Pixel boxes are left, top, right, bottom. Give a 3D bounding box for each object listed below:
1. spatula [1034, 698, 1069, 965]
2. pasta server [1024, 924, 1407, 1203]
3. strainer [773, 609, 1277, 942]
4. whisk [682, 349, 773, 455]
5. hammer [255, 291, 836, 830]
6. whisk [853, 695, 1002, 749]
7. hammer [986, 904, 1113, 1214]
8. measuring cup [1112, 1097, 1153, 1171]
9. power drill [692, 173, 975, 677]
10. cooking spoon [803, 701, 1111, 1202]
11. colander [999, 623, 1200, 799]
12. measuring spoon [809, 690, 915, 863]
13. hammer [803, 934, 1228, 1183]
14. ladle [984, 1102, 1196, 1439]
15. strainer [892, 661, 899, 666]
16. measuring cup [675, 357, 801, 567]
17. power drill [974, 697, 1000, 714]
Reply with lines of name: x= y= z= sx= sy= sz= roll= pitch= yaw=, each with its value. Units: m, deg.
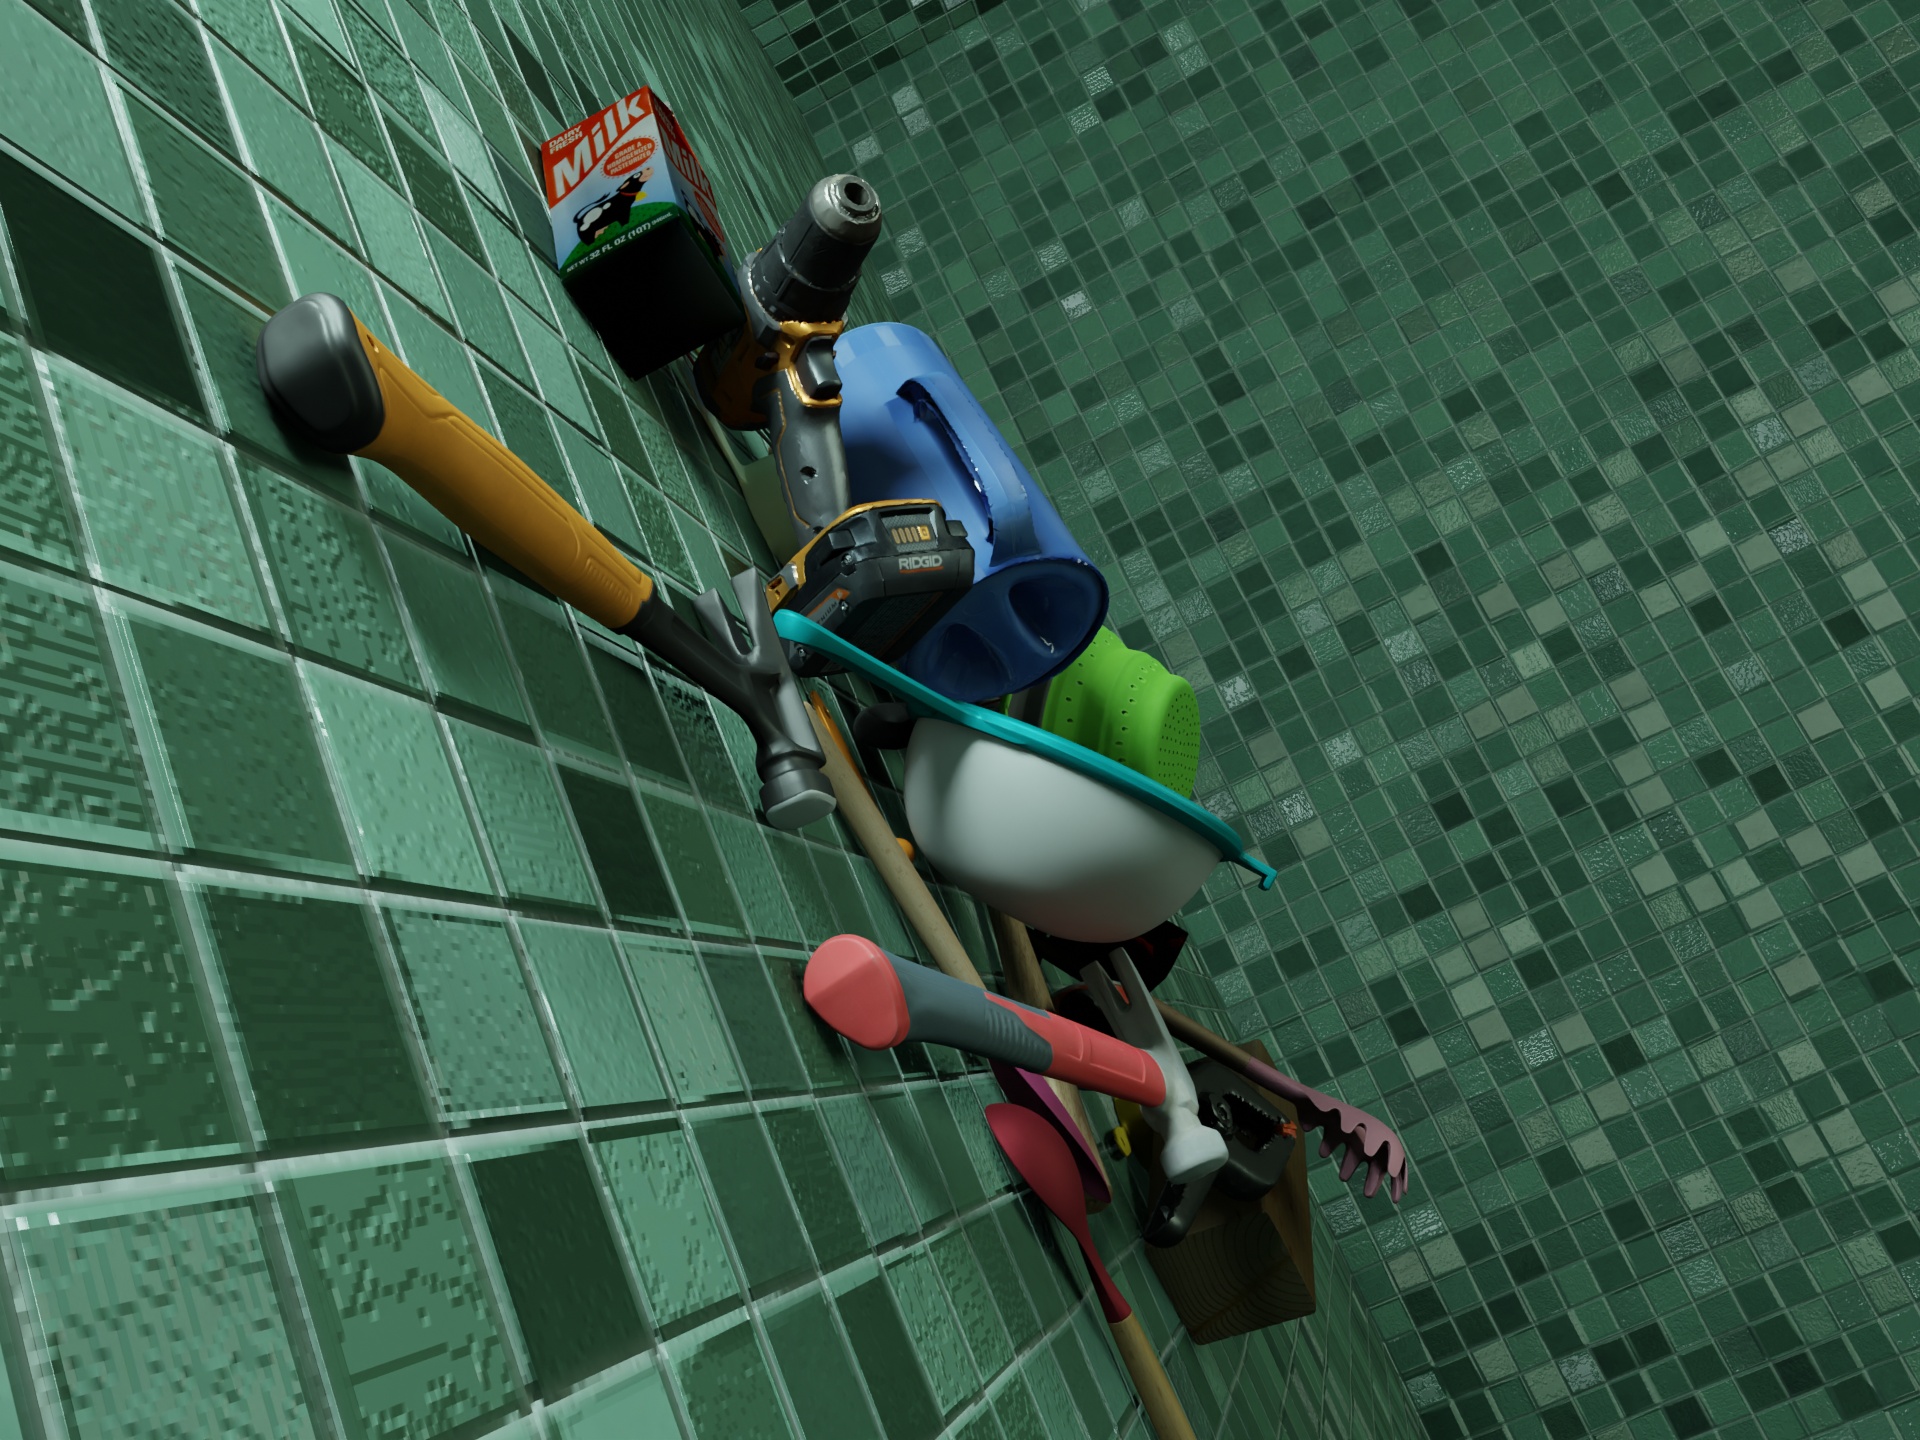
spatula: x=0.072 y=0.028 z=1.211 sx=0.059 sy=0.018 sz=0.316 roll=34 pitch=60 yaw=-78
pasta server: x=0.172 y=0.233 z=1.113 sx=0.316 sy=0.040 sz=0.060 roll=29 pitch=-30 yaw=12
strainer: x=0.007 y=0.047 z=0.876 sx=0.211 sy=0.095 sz=0.340 roll=17 pitch=-10 yaw=47
whisk: x=-0.131 y=-0.200 z=1.067 sx=0.244 sy=0.047 sz=0.051 roll=61 pitch=19 yaw=-53
hammer: x=-0.134 y=-0.058 z=0.584 sx=0.127 sy=0.034 sz=0.336 roll=68 pitch=9 yaw=23
whisk: x=-0.002 y=-0.003 z=1.079 sx=0.073 sy=0.073 sz=0.295 roll=65 pitch=21 yaw=7
hammer: x=0.042 y=0.169 z=1.025 sx=0.129 sy=0.031 sz=0.332 roll=56 pitch=11 yaw=-41
measuring cup: x=0.134 y=0.306 z=1.184 sx=0.062 sy=0.029 sz=0.156 roll=66 pitch=5 yaw=14
power drill: x=-0.067 y=-0.159 z=0.857 sx=0.185 sy=0.084 sz=0.226 roll=-40 pitch=-116 yaw=54
cooking spoon: x=-0.004 y=0.127 z=0.844 sx=0.318 sy=0.017 sz=0.069 roll=59 pitch=-21 yaw=-11
colander: x=0.138 y=0.066 z=1.206 sx=0.205 sy=0.094 sz=0.396 roll=-68 pitch=150 yaw=-29
measuring spoon: x=-0.054 y=0.033 z=0.899 sx=0.117 sy=0.011 sz=0.021 roll=62 pitch=8 yaw=-11
hammer: x=0.032 y=0.146 z=0.794 sx=0.386 sy=0.038 sz=0.143 roll=35 pitch=26 yaw=-57
ladle: x=0.093 y=0.337 z=0.838 sx=0.069 sy=0.031 sz=0.315 roll=-78 pitch=143 yaw=-83
strainer: x=-0.058 y=-0.067 z=1.063 sx=0.151 sy=0.069 sz=0.256 roll=51 pitch=25 yaw=0
measuring cup: x=-0.124 y=-0.166 z=0.983 sx=0.083 sy=0.038 sz=0.167 roll=-105 pitch=168 yaw=-56
power drill: x=0.060 y=0.047 z=1.353 sx=0.219 sy=0.078 sz=0.143 roll=62 pitch=8 yaw=-17
